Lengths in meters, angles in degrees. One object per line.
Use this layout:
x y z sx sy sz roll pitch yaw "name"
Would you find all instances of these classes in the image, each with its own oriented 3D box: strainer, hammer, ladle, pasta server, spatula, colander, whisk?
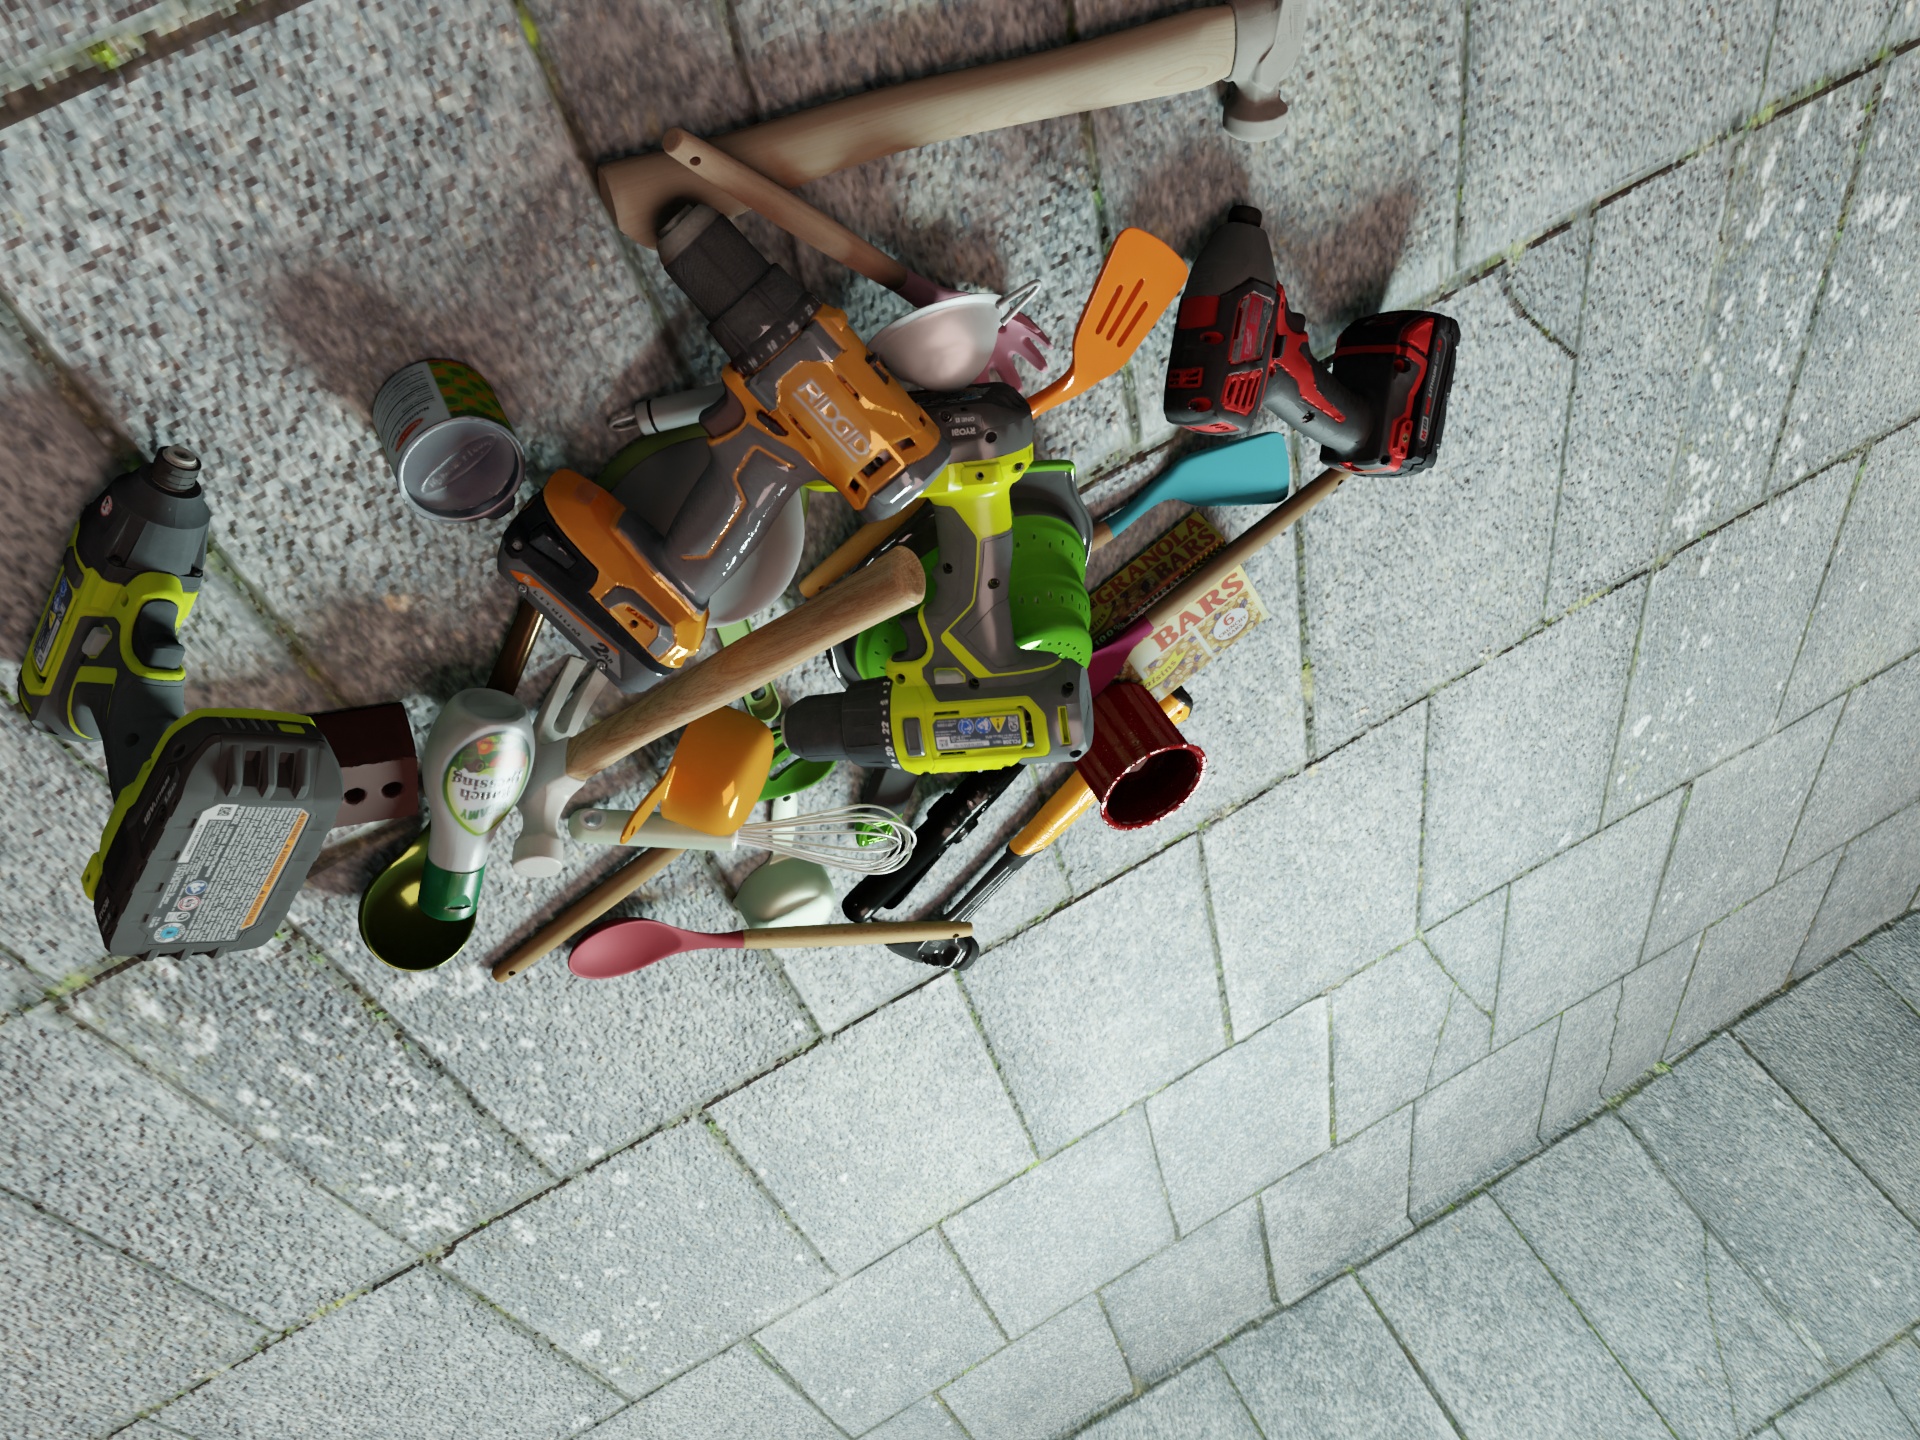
-0.144 -0.070 1.003 0.151 0.069 0.256 -26 140 -11 "strainer"
0.006 -0.340 0.850 0.410 0.038 0.146 -21 139 -16 "hammer"
-0.143 0.169 1.234 0.315 0.031 0.069 -1 139 -15 "ladle"
-0.047 -0.246 0.870 0.060 0.040 0.316 -37 155 23 "pasta server"
0.089 -0.118 1.143 0.317 0.044 0.082 -30 148 -3 "spatula"
-0.002 -0.004 1.118 0.204 0.095 0.396 -14 147 -30 "colander"
-0.306 0.030 1.007 0.078 0.062 0.320 8 123 -38 "ladle"
0.068 0.089 1.359 0.337 0.034 0.127 -47 142 16 "hammer"
-0.075 -0.193 0.896 0.258 0.050 0.087 -12 173 7 "strainer"
-0.153 0.081 1.130 0.246 0.058 0.059 4 143 -11 "whisk"
0.009 -0.178 0.992 0.322 0.041 0.081 -36 155 27 "spatula"
-0.152 -0.020 0.937 0.331 0.130 0.031 -26 144 31 "hammer"

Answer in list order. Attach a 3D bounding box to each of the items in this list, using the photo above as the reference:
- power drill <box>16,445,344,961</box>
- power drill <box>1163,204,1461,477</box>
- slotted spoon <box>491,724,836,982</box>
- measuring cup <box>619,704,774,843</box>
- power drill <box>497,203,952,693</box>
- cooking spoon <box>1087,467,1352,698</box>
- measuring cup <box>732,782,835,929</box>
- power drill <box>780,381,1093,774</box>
-0.383 -0.011 0.766 0.080 0.223 0.171 6 128 -49 "power drill"
0.232 -0.246 1.060 0.219 0.079 0.143 9 92 -37 "power drill"
-0.221 0.097 1.163 0.314 0.031 0.070 -37 134 7 "slotted spoon"
-0.169 0.049 1.041 0.052 0.174 0.095 20 113 3 "measuring cup"
-0.145 -0.142 0.847 0.226 0.084 0.185 -36 111 18 "power drill"
0.160 -0.090 1.179 0.319 0.017 0.068 -38 150 6 "cooking spoon"
-0.132 0.115 1.235 0.083 0.038 0.167 -16 141 -22 "measuring cup"
-0.028 -0.075 0.948 0.190 0.080 0.228 -4 110 13 "power drill"
